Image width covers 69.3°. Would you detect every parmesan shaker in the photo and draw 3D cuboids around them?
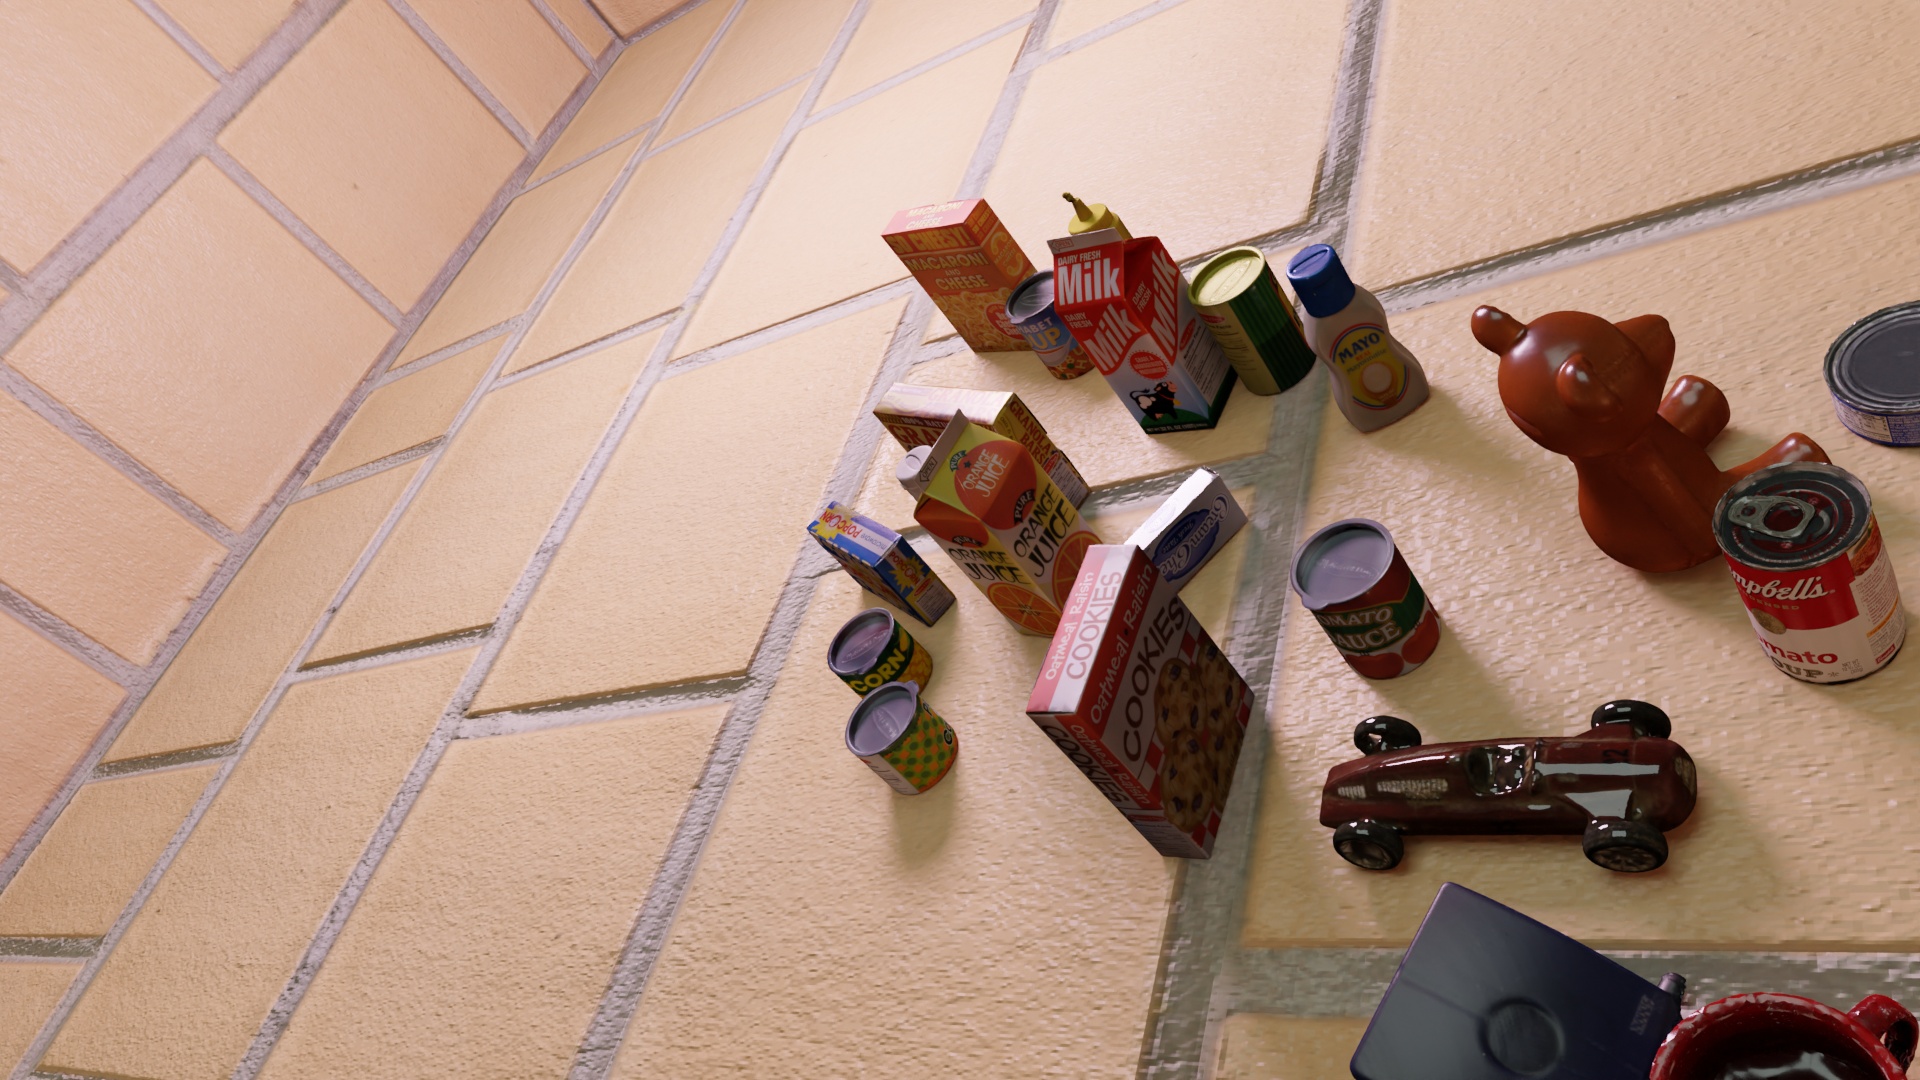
[{"bbox_3d":[0.232,-0.175,1.106,0.071,0.103,0.072,-26,37,22],"label":"parmesan shaker"}]

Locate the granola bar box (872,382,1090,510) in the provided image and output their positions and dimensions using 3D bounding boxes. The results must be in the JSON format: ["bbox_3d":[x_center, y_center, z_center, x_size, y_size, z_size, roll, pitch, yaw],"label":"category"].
[{"bbox_3d":[0.017,-0.078,1.190,0.165,0.124,0.039,12,61,50],"label":"granola bar box"}]

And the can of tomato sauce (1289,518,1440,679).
[{"bbox_3d":[0.253,0.039,0.867,0.071,0.083,0.071,-26,37,22],"label":"can of tomato sauce"}]

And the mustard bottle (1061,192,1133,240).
[{"bbox_3d":[0.137,-0.249,1.230,0.049,0.160,0.065,-35,35,10],"label":"mustard bottle"}]

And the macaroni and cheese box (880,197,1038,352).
[{"bbox_3d":[0.017,-0.254,1.347,0.123,0.166,0.040,6,56,47],"label":"macaroni and cheese box"}]

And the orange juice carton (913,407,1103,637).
[{"bbox_3d":[0.035,-0.010,1.035,0.073,0.192,0.072,3,54,46],"label":"orange juice carton"}]

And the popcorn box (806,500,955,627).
[{"bbox_3d":[-0.069,0.019,1.201,0.038,0.085,0.127,-49,35,-11],"label":"popcorn box"}]

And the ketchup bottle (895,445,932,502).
[{"bbox_3d":[0.004,-0.014,1.109,0.043,0.148,0.065,-43,34,-2],"label":"ketchup bottle"}]

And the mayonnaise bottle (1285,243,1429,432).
[{"bbox_3d":[0.278,-0.145,0.988,0.064,0.147,0.041,-31,35,16],"label":"mayonnaise bottle"}]

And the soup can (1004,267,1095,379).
[{"bbox_3d":[0.089,-0.198,1.289,0.071,0.083,0.072,-26,37,22],"label":"soup can"}]

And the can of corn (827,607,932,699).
[{"bbox_3d":[-0.065,0.100,1.131,0.071,0.058,0.071,-26,37,22],"label":"can of corn"}]

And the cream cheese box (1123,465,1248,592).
[{"bbox_3d":[0.161,0.000,1.026,0.104,0.053,0.024,-45,34,-5],"label":"cream cheese box"}]

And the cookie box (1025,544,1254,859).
[{"bbox_3d":[0.115,0.100,0.858,0.040,0.167,0.123,-7,47,40],"label":"cookie box"}]

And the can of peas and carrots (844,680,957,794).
[{"bbox_3d":[-0.043,0.149,1.055,0.071,0.058,0.071,-26,37,22],"label":"can of peas and carrots"}]

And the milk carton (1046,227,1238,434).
[{"bbox_3d":[0.144,-0.176,1.116,0.072,0.190,0.074,-1,51,44],"label":"milk carton"}]
